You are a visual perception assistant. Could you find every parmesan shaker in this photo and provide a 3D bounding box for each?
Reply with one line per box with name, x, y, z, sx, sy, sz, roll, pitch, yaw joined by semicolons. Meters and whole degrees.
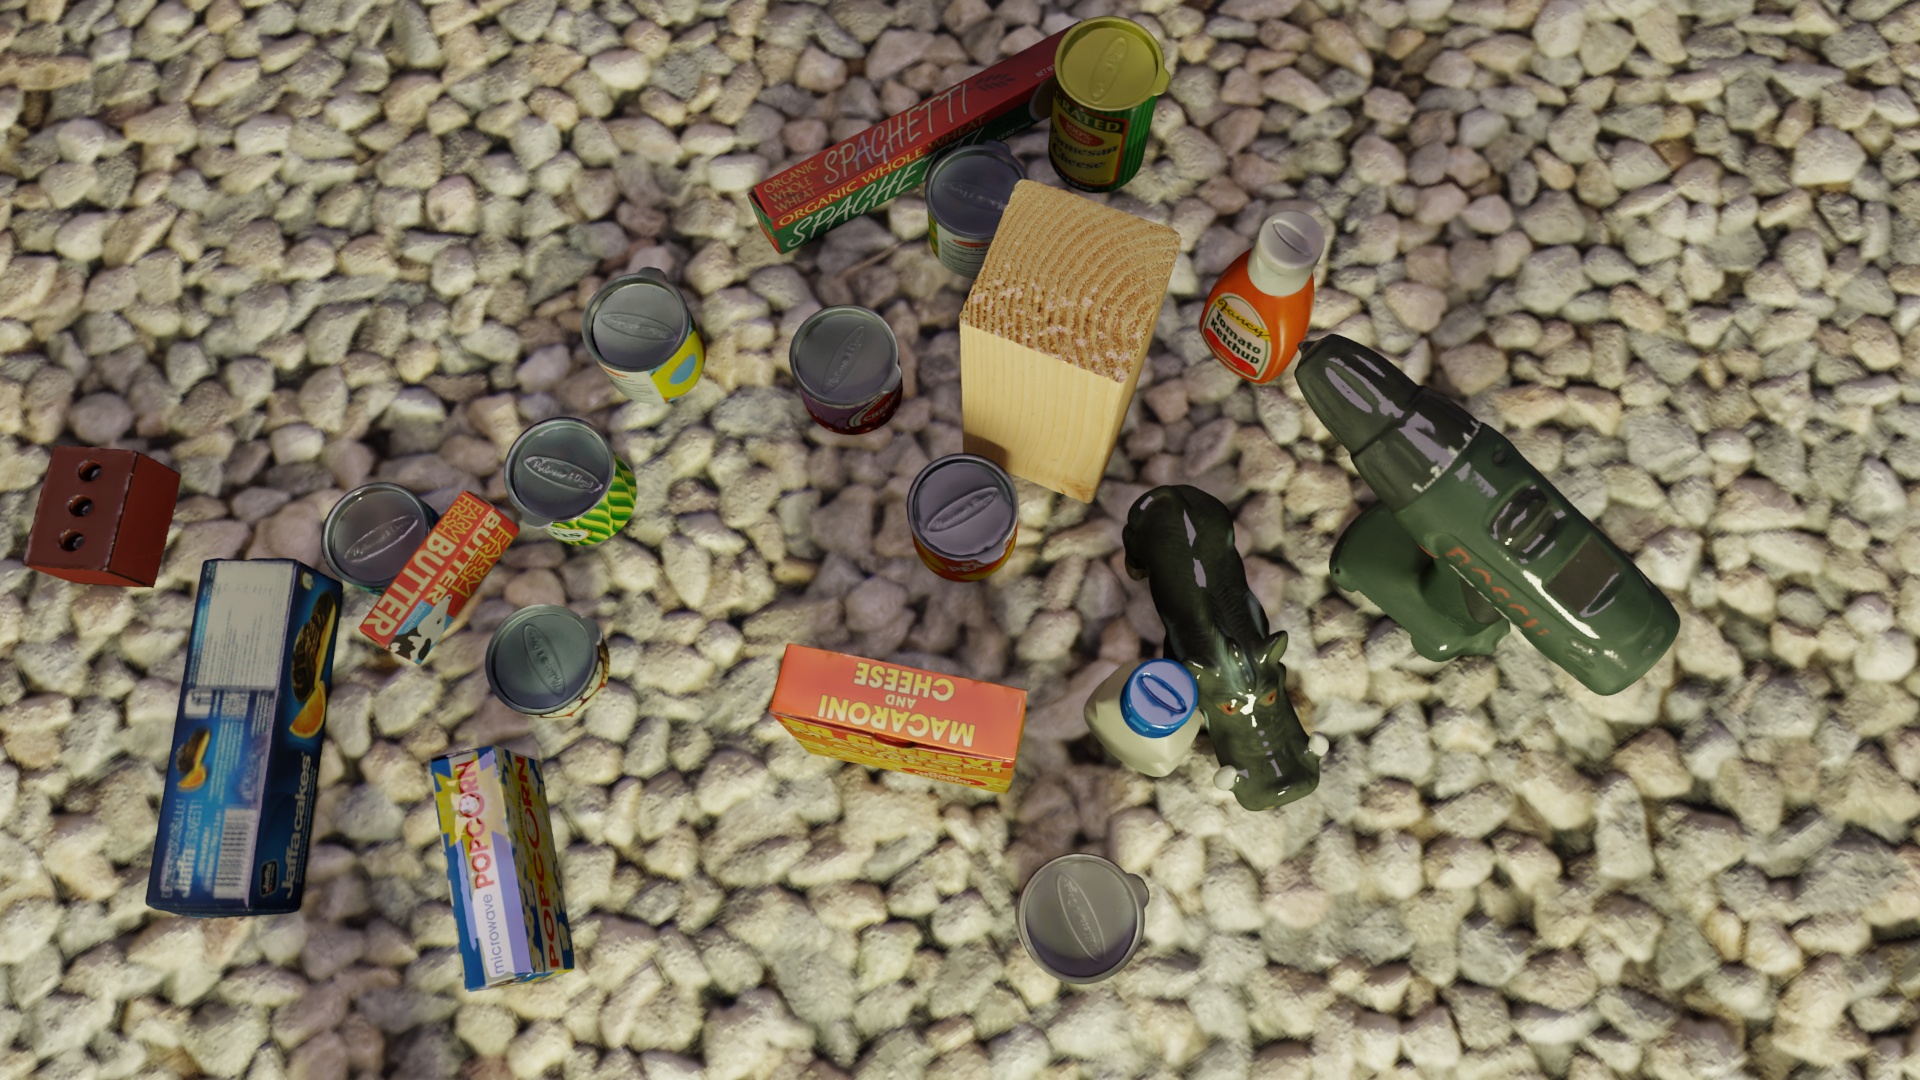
parmesan shaker;0.093;-0.274;0.886;0.071;0.103;0.071;0;75;1

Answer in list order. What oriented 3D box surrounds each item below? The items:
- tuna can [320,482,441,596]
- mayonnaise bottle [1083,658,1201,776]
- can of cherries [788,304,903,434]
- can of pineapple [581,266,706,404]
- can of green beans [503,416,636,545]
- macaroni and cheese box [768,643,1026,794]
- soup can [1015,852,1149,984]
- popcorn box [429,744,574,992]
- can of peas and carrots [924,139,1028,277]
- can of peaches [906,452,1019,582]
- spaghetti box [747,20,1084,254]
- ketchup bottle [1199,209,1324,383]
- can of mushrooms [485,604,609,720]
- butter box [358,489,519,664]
tuna can;-0.351;0.002;0.851;0.071;0.032;0.071;0;74;1
mayonnaise bottle;0.102;0.095;0.760;0.065;0.147;0.041;39;79;10
can of cherries;-0.068;-0.103;0.864;0.071;0.058;0.071;0;75;1
can of pineapple;-0.196;-0.127;0.873;0.071;0.057;0.071;0;75;1
can of green beans;-0.237;-0.035;0.847;0.071;0.057;0.071;0;75;1
macaroni and cheese box;-0.029;0.101;0.750;0.124;0.166;0.040;11;75;4
soup can;0.066;0.206;0.762;0.071;0.083;0.071;0;75;1
popcorn box;-0.253;0.182;0.773;0.038;0.085;0.127;-14;75;-3
can of peas and carrots;0.012;-0.213;0.893;0.071;0.058;0.071;0;75;1
can of peaches;0.003;-0.010;0.837;0.071;0.058;0.071;0;75;1
spaghetti box;-0.021;-0.264;0.913;0.250;0.050;0.029;-29;76;-7
ketchup bottle;0.182;-0.146;0.826;0.043;0.148;0.065;-44;79;-10
can of mushrooms;-0.243;0.072;0.830;0.071;0.033;0.071;0;74;1
butter box;-0.312;0.022;0.835;0.024;0.053;0.104;31;77;9
